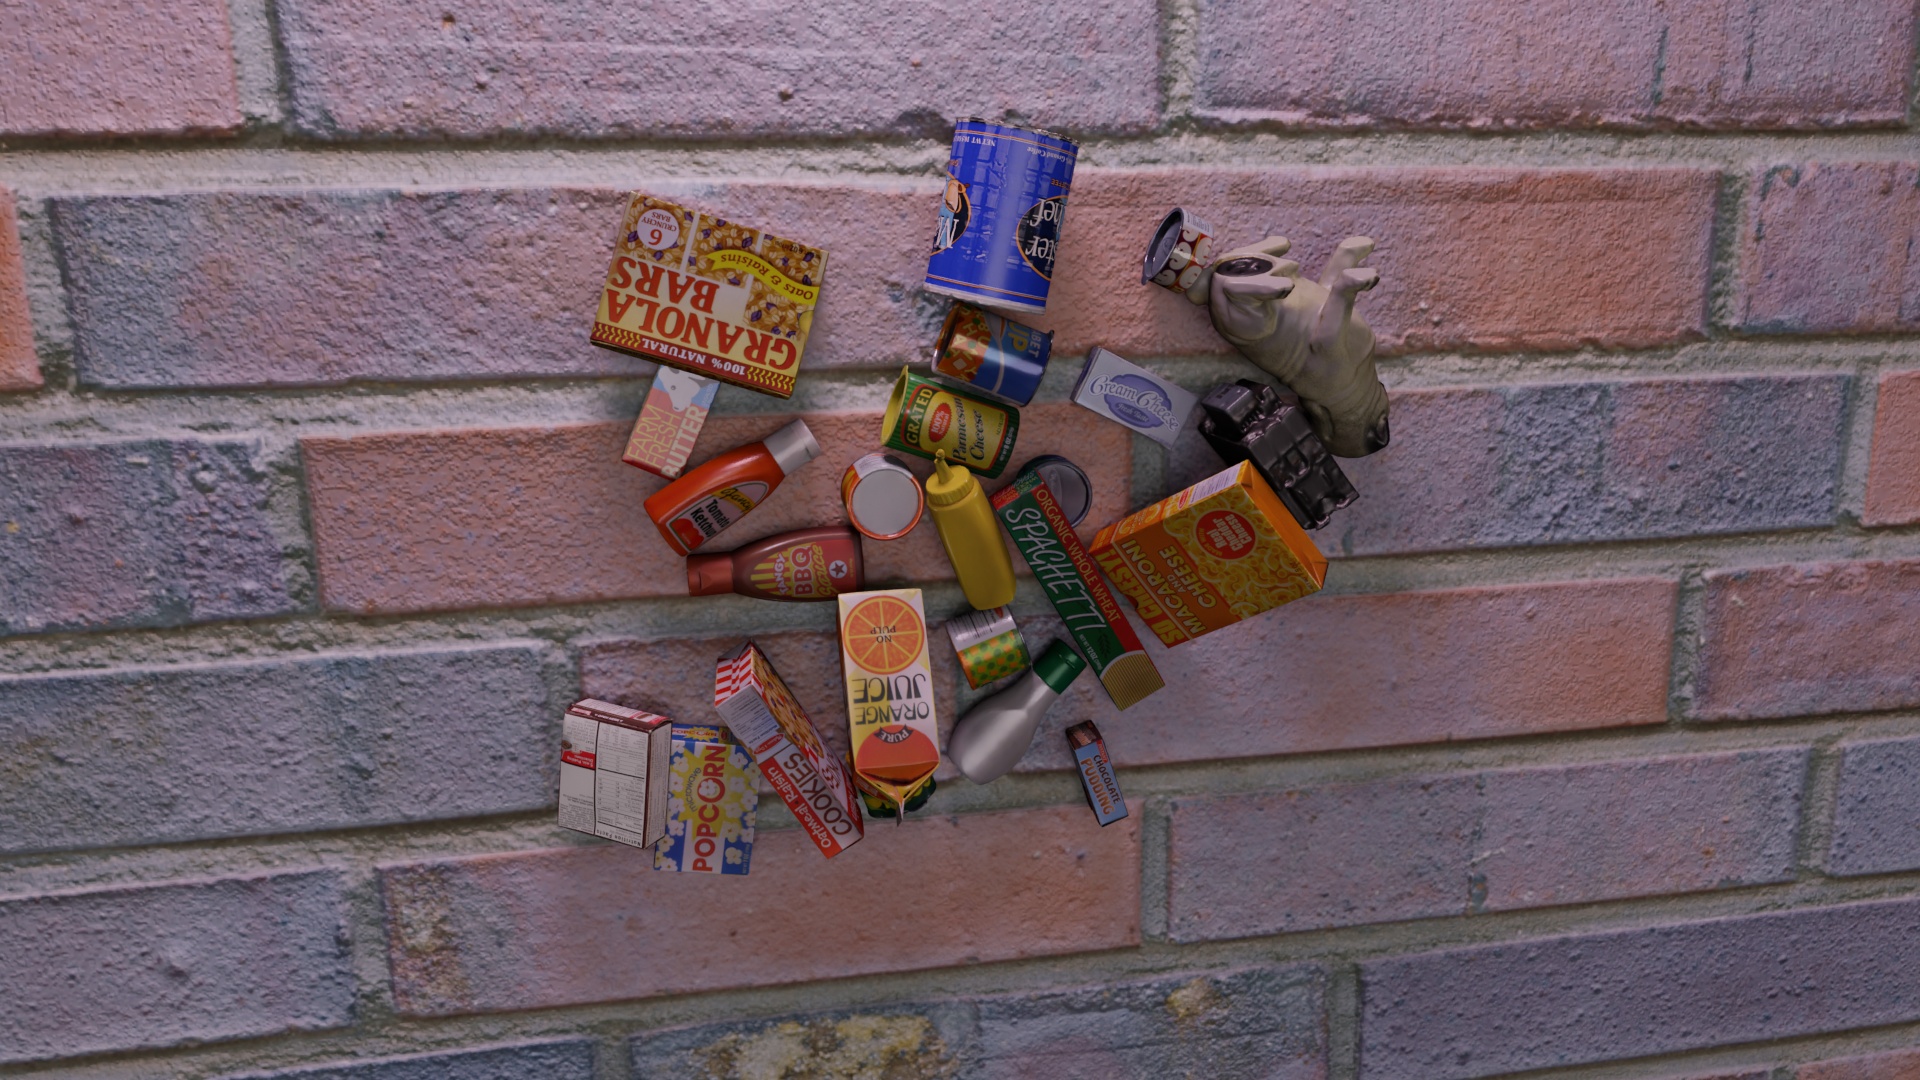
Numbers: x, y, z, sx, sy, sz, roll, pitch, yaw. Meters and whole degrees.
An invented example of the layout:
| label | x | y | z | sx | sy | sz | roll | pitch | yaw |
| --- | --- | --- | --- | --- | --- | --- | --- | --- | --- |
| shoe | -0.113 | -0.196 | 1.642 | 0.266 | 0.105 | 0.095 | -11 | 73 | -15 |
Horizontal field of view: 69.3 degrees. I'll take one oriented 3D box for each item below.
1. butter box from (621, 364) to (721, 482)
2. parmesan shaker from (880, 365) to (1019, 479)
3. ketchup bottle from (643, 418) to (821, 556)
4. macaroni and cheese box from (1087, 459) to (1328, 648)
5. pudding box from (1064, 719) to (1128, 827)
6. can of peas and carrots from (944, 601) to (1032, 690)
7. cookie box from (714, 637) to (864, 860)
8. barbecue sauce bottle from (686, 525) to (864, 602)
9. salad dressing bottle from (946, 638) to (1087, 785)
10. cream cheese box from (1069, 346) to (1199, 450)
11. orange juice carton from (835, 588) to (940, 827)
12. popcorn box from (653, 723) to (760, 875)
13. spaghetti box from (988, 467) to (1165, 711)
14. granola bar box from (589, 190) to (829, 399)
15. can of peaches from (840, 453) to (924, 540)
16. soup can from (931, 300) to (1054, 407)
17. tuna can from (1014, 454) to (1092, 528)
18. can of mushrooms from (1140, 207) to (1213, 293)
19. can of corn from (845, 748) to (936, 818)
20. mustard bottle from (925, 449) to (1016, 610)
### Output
| label | x | y | z | sx | sy | sz | roll | pitch | yaw |
| --- | --- | --- | --- | --- | --- | --- | --- | --- | --- |
| butter box | -0.239 | -0.105 | 1.155 | 0.053 | 0.024 | 0.103 | 22 | 98 | -14 |
| parmesan shaker | -0.008 | -0.099 | 1.176 | 0.103 | 0.071 | 0.071 | 16 | 100 | -13 |
| ketchup bottle | -0.188 | -0.049 | 1.162 | 0.149 | 0.044 | 0.064 | -34 | 146 | -7 |
| macaroni and cheese box | 0.213 | 0.016 | 1.206 | 0.166 | 0.040 | 0.123 | -27 | 111 | 38 |
| pudding box | 0.125 | 0.215 | 1.281 | 0.030 | 0.050 | 0.083 | -20 | 105 | -3 |
| can of peas and carrots | 0.025 | 0.094 | 1.227 | 0.059 | 0.071 | 0.070 | -23 | 106 | -3 |
| cookie box | -0.146 | 0.175 | 1.185 | 0.040 | 0.123 | 0.167 | -33 | 106 | 0 |
| barbecue sauce bottle | -0.158 | 0.024 | 1.190 | 0.149 | 0.044 | 0.064 | -5 | 106 | -8 |
| salad dressing bottle | 0.052 | 0.154 | 1.258 | 0.064 | 0.044 | 0.147 | 43 | 92 | -14 |
| cream cheese box | 0.152 | -0.125 | 1.220 | 0.104 | 0.024 | 0.053 | 24 | 97 | -14 |
| orange juice carton | -0.061 | 0.143 | 1.175 | 0.073 | 0.071 | 0.193 | -4 | 72 | -9 |
| popcorn box | -0.223 | 0.230 | 1.229 | 0.085 | 0.038 | 0.126 | 6 | 102 | -10 |
| spaghetti box | 0.105 | 0.048 | 1.226 | 0.050 | 0.029 | 0.249 | -31 | 117 | 3 |
| granola bar box | -0.201 | -0.195 | 1.120 | 0.166 | 0.039 | 0.124 | 15 | 87 | -13 |
| can of peaches | -0.066 | -0.035 | 1.184 | 0.071 | 0.058 | 0.071 | -2 | 103 | -10 |
| soup can | 0.027 | -0.159 | 1.167 | 0.084 | 0.071 | 0.071 | 19 | 99 | -13 |
| tuna can | 0.078 | -0.041 | 1.221 | 0.071 | 0.033 | 0.071 | -2 | 104 | -10 |
| can of mushrooms | 0.183 | -0.243 | 1.177 | 0.033 | 0.071 | 0.071 | 21 | 99 | -15 |
| can of corn | -0.061 | 0.205 | 1.235 | 0.071 | 0.071 | 0.058 | -23 | 105 | -4 |
| mustard bottle | 0.004 | -0.015 | 1.180 | 0.049 | 0.065 | 0.159 | -17 | 125 | 8 |
